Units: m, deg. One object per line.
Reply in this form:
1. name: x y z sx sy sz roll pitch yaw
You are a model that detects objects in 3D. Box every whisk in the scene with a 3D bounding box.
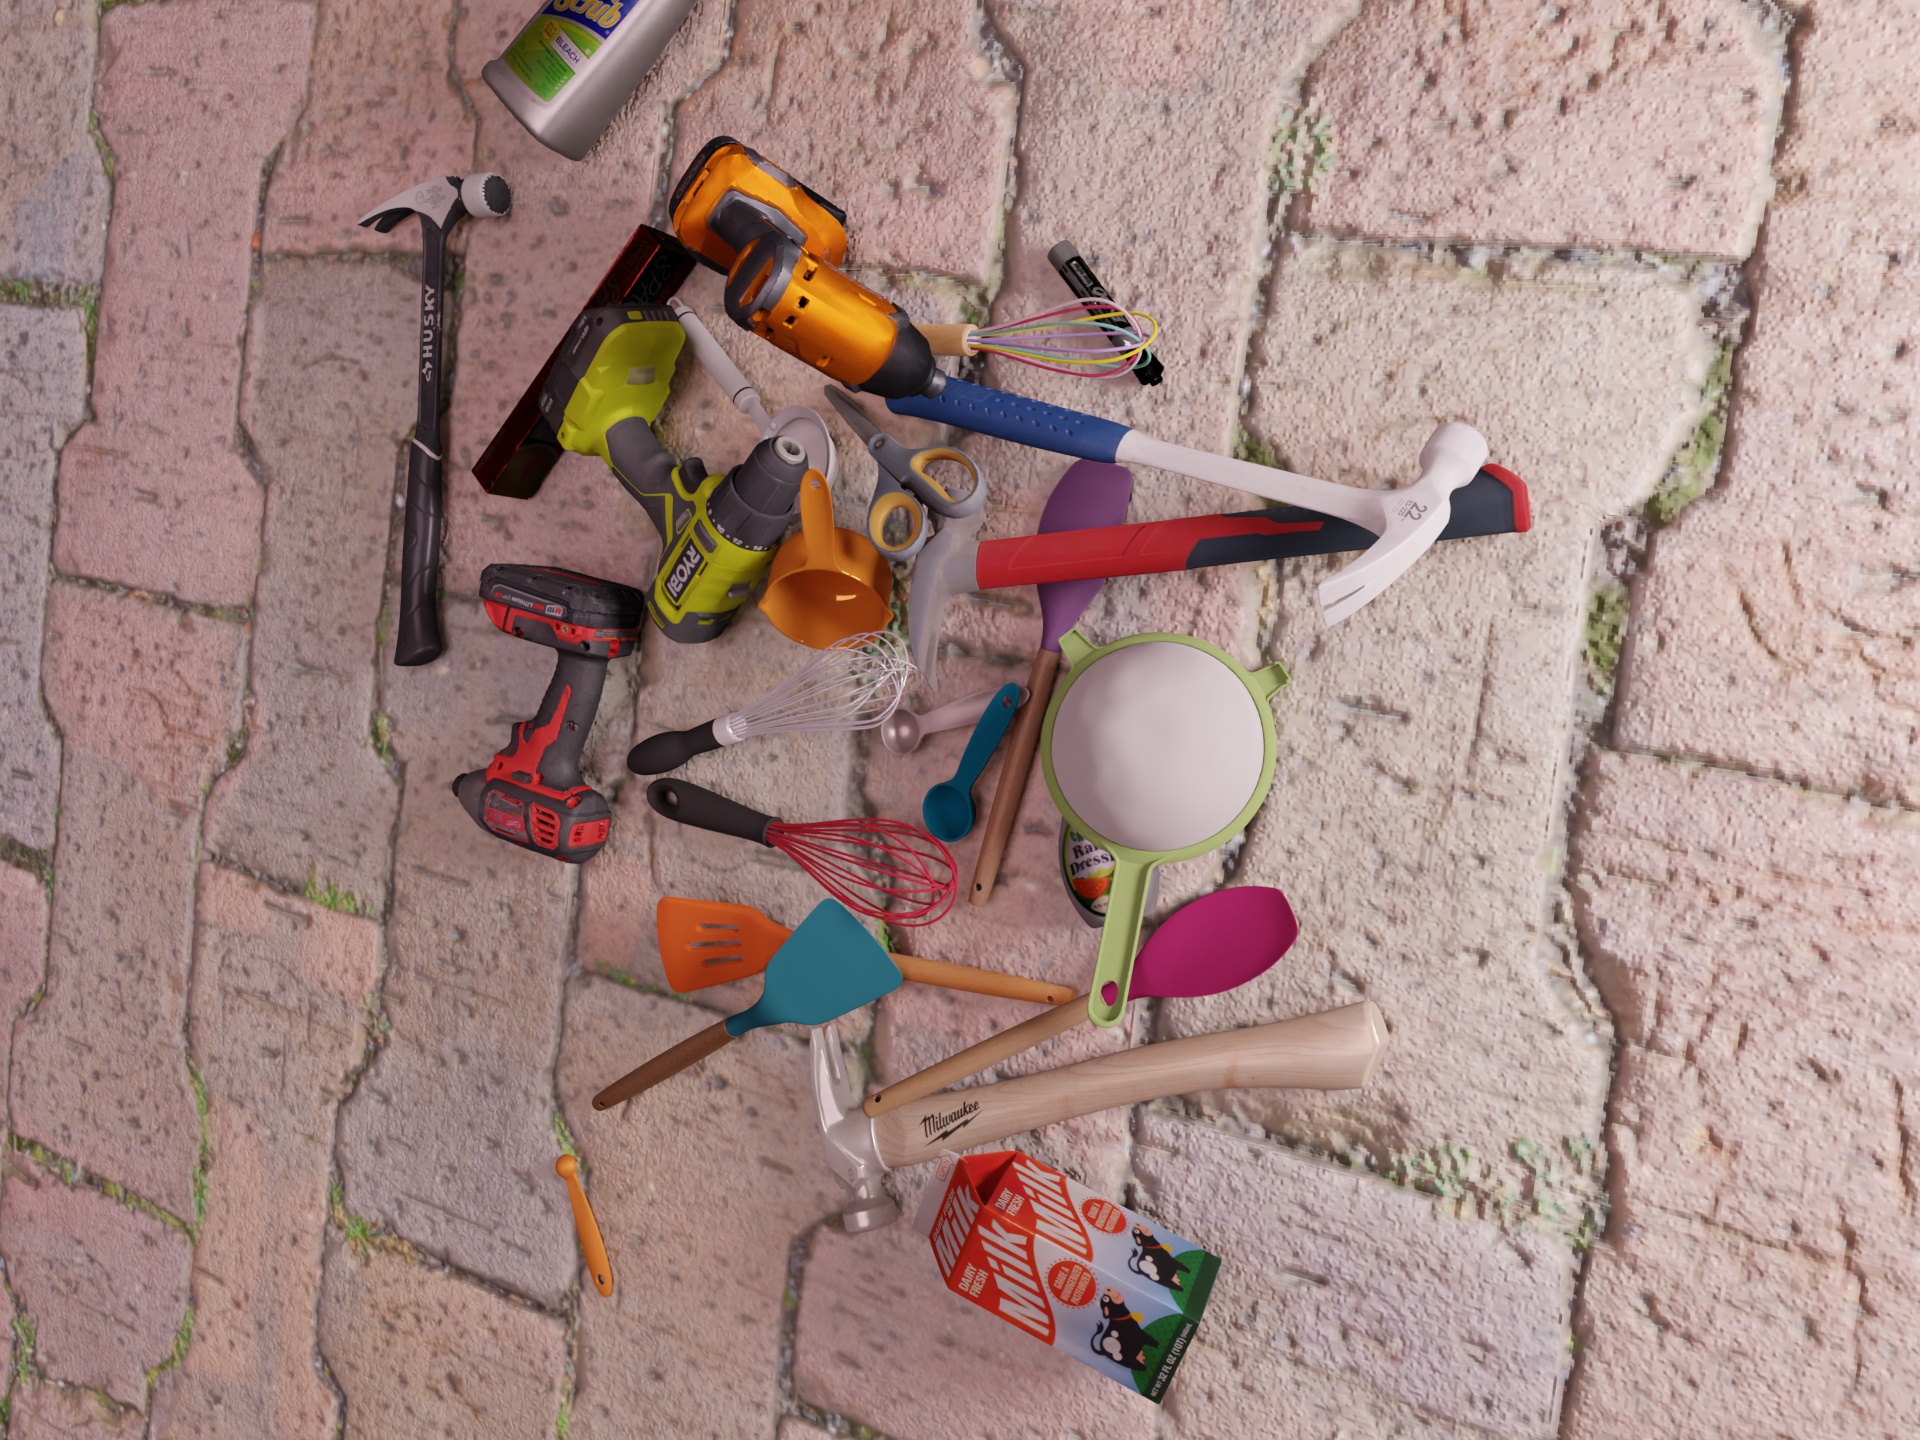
1. whisk: -0.145 -0.002 1.165 0.284 0.070 0.070 -18 82 34
2. whisk: 0.028 -0.260 1.081 0.245 0.051 0.047 11 83 37
3. whisk: -0.121 0.086 1.157 0.296 0.073 0.073 14 96 33

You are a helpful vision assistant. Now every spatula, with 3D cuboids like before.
1. spatula: 0.052 -0.024 1.087 0.060 0.018 0.316 18 97 25
2. spatula: -0.177 0.230 1.180 0.317 0.044 0.082 -33 102 36
3. spatula: -0.072 0.177 1.137 0.323 0.041 0.081 6 112 26

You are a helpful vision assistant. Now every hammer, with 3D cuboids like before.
1. hammer: 0.152 -0.099 0.992 0.386 0.038 0.143 -4 60 21
2. hammer: 0.079 0.237 1.063 0.410 0.038 0.146 -19 80 25
3. hammer: 0.110 -0.168 1.006 0.406 0.035 0.144 22 64 35
4. hammer: -0.453 -0.249 1.340 0.149 0.036 0.409 4 92 28

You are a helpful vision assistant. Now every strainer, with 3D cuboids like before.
1. strainer: -0.152 -0.233 1.182 0.259 0.050 0.087 53 123 24
2. strainer: 0.111 0.064 0.990 0.151 0.069 0.256 11 82 11

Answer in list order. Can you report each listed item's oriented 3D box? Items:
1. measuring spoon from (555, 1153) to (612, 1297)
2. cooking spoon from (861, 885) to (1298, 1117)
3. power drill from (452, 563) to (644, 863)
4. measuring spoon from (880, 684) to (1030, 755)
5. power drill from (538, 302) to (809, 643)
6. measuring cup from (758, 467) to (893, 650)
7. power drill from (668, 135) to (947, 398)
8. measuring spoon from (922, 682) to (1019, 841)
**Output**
1. measuring spoon: -0.302 0.404 1.270 0.021 0.011 0.117 -26 78 25
2. cooking spoon: 0.073 0.192 1.043 0.319 0.017 0.069 -28 50 13
3. power drill: -0.332 -0.008 1.256 0.143 0.078 0.219 15 100 27
4. measuring spoon: -0.002 -0.004 1.111 0.124 0.018 0.034 -17 83 30
5. power drill: -0.206 -0.195 1.166 0.229 0.080 0.190 56 133 17
6. measuring cup: -0.092 -0.122 1.090 0.095 0.173 0.052 4 51 3
7. power drill: -0.102 -0.298 1.082 0.084 0.164 0.227 -51 41 18
8. measuring spoon: 0.014 0.028 1.096 0.042 0.021 0.128 39 115 26
